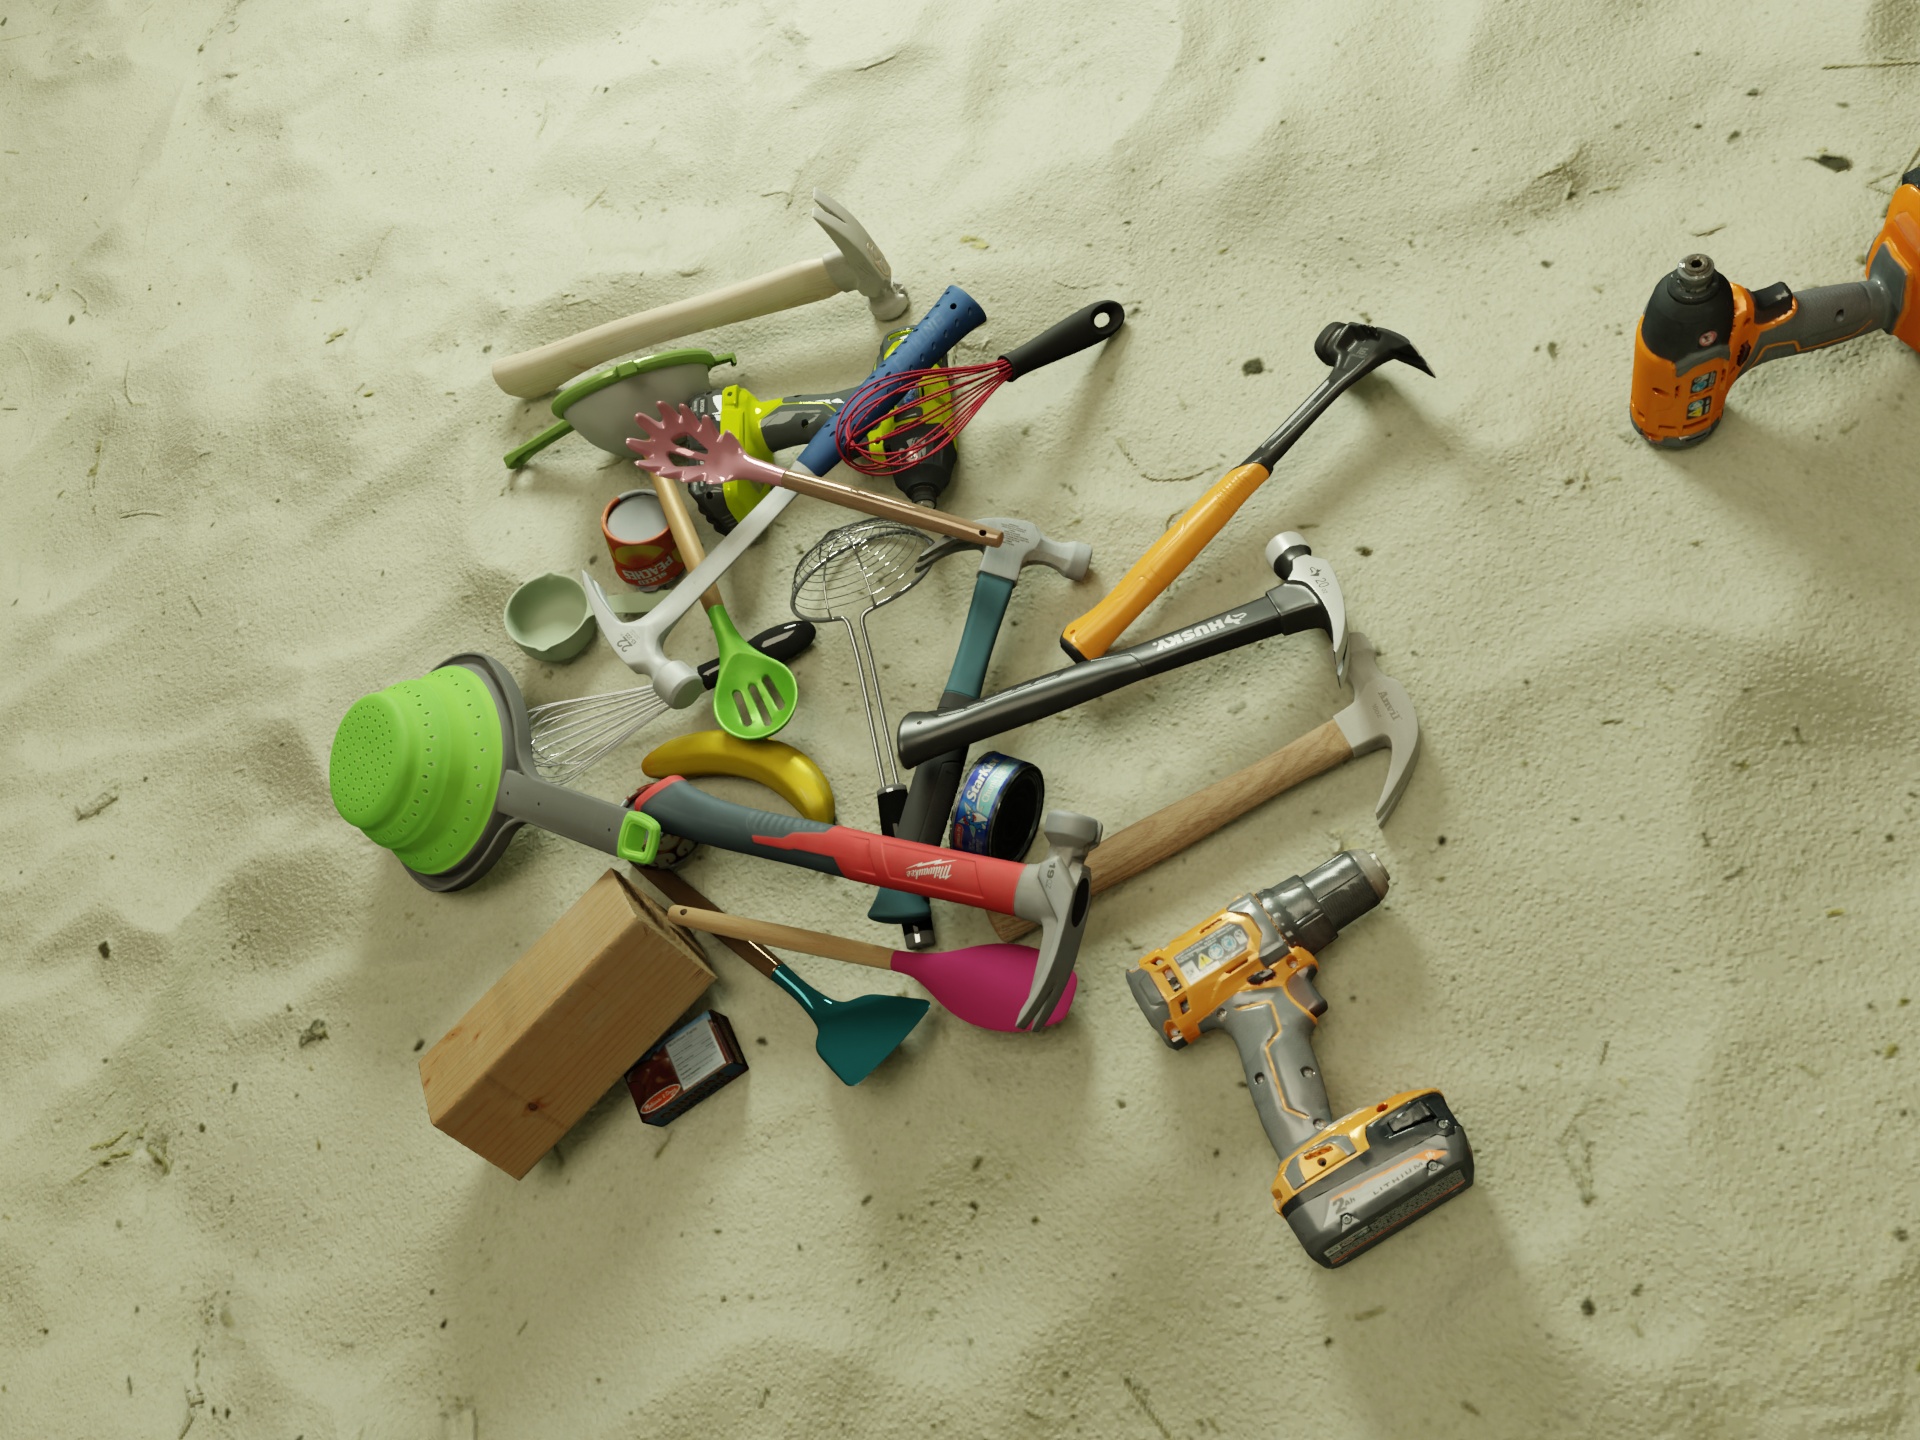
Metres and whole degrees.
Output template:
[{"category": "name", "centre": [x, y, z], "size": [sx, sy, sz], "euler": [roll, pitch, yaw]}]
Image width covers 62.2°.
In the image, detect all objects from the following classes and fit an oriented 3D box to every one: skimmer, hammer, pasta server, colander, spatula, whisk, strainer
[{"category": "skimmer", "centre": [-0.054, 0.003, 1.242], "size": [0.127, 0.090, 0.363], "euler": [-16, 72, 13]}, {"category": "hammer", "centre": [0.203, -0.165, 1.189], "size": [0.337, 0.034, 0.127], "euler": [-46, 26, 2]}, {"category": "pasta server", "centre": [-0.114, -0.183, 1.232], "size": [0.316, 0.040, 0.060], "euler": [18, 87, 18]}, {"category": "colander", "centre": [-0.391, 0.051, 1.259], "size": [0.397, 0.094, 0.204], "euler": [13, 90, 40]}, {"category": "hammer", "centre": [-0.261, -0.370, 1.446], "size": [0.410, 0.146, 0.038], "euler": [-11, 64, 23]}, {"category": "hammer", "centre": [-0.086, 0.108, 1.125], "size": [0.386, 0.038, 0.143], "euler": [8, 79, 33]}, {"category": "hammer", "centre": [0.114, -0.033, 1.128], "size": [0.335, 0.035, 0.146], "euler": [-20, 40, 1]}, {"category": "hammer", "centre": [-0.135, -0.198, 1.283], "size": [0.144, 0.035, 0.405], "euler": [41, 84, 24]}, {"category": "spatula", "centre": [-0.155, 0.169, 1.197], "size": [0.318, 0.044, 0.082], "euler": [31, 63, 32]}, {"category": "hammer", "centre": [-0.002, -0.004, 1.186], "size": [0.128, 0.033, 0.331], "euler": [17, 71, -2]}, {"category": "whisk", "centre": [0.022, -0.274, 1.268], "size": [0.296, 0.073, 0.073], "euler": [-32, 55, -26]}, {"category": "whisk", "centre": [-0.249, -0.018, 1.319], "size": [0.284, 0.070, 0.070], "euler": [-23, 60, 5]}, {"category": "strainer", "centre": [-0.323, -0.258, 1.446], "size": [0.256, 0.151, 0.069], "euler": [-19, 93, 34]}, {"category": "hammer", "centre": [0.168, 0.069, 1.118], "size": [0.331, 0.031, 0.130], "euler": [-29, 59, 8]}]

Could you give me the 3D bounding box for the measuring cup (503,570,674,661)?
[{"category": "measuring cup", "centre": [-0.313, -0.091, 1.394], "size": [0.167, 0.038, 0.083], "euler": [-5, 61, 2]}]

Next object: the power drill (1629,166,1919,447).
[{"category": "power drill", "centre": [0.557, -0.278, 1.043], "size": [0.226, 0.164, 0.084], "euler": [-21, 60, 10]}]

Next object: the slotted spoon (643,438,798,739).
[{"category": "slotted spoon", "centre": [-0.207, -0.112, 1.307], "size": [0.070, 0.031, 0.314], "euler": [-25, 65, -1]}]

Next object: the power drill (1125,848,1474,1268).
[{"category": "power drill", "centre": [0.233, 0.201, 1.005], "size": [0.185, 0.084, 0.226], "euler": [-33, 54, 3]}]

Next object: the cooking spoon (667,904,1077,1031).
[{"category": "cooking spoon", "centre": [-0.071, 0.167, 1.141], "size": [0.319, 0.017, 0.069], "euler": [8, 54, 21]}]

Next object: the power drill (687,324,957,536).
[{"category": "power drill", "centre": [-0.114, -0.233, 1.350], "size": [0.223, 0.080, 0.171], "euler": [-11, 63, 14]}]
